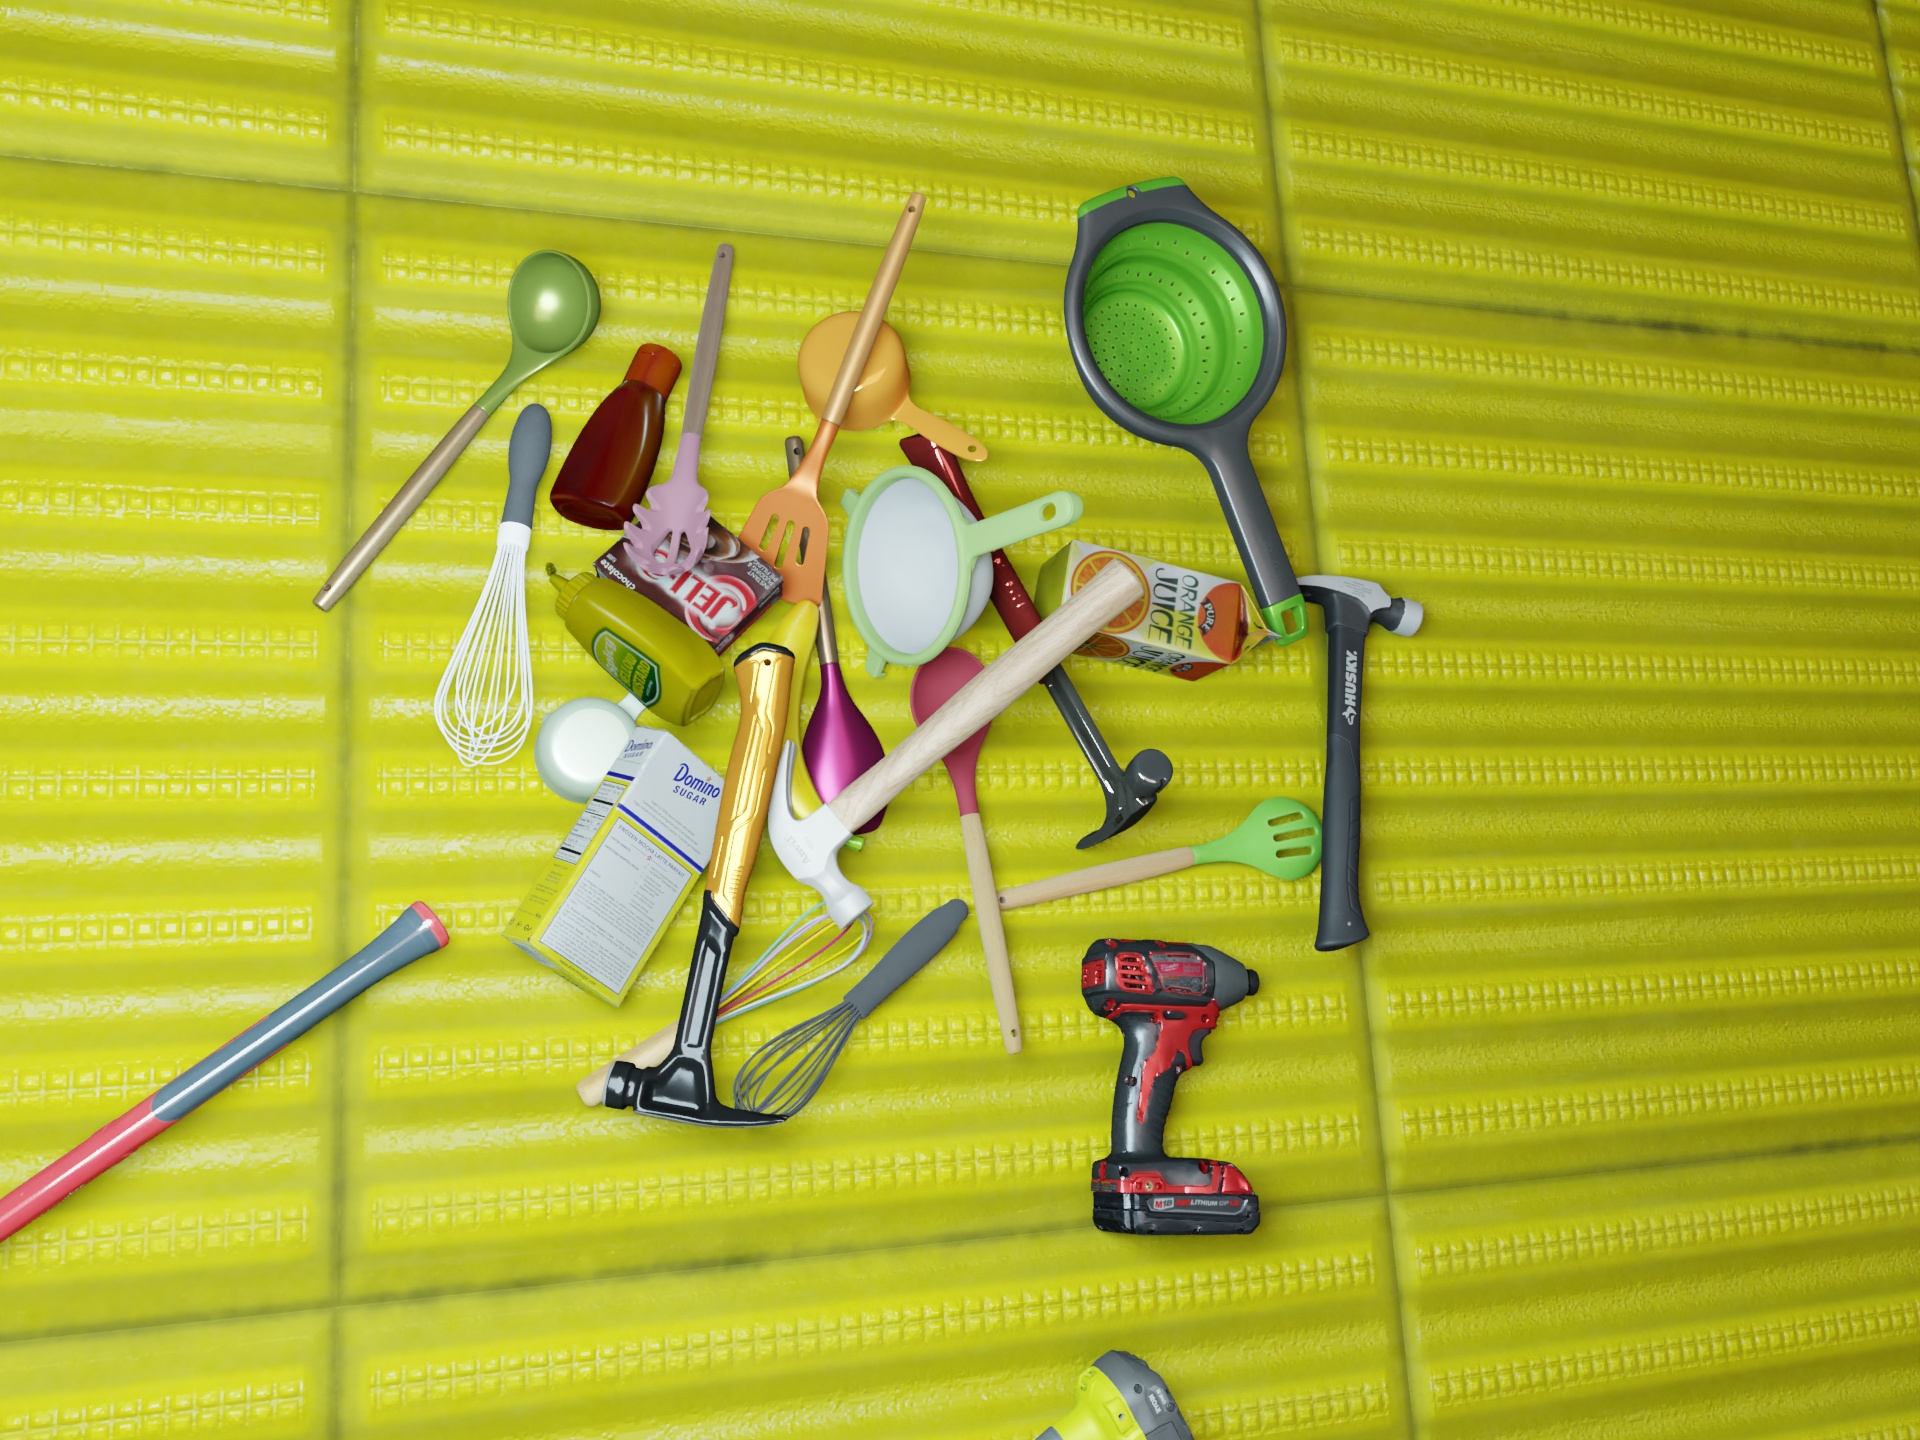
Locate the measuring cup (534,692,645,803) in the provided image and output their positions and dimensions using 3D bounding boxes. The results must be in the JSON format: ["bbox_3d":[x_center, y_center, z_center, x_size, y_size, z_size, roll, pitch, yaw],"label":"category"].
[{"bbox_3d":[-0.240,-0.012,1.166,0.083,0.038,0.167,43,70,-6],"label":"measuring cup"}]

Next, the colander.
[{"bbox_3d":[0.193,-0.247,1.340,0.204,0.094,0.397,-22,93,-21],"label":"colander"}]

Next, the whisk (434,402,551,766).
[{"bbox_3d":[-0.329,-0.103,1.151,0.070,0.070,0.285,10,70,-17],"label":"whisk"}]

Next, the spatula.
[{"bbox_3d":[-0.090,-0.247,1.210,0.081,0.041,0.322,21,90,2],"label":"spatula"}]

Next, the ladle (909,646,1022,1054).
[{"bbox_3d":[0.013,0.098,1.223,0.069,0.031,0.315,-7,77,-16],"label":"ladle"}]

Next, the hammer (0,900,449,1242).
[{"bbox_3d":[-0.489,0.237,0.984,0.386,0.143,0.038,-37,95,-26],"label":"hammer"}]

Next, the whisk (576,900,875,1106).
[{"bbox_3d":[-0.165,0.201,1.144,0.245,0.047,0.051,-30,90,-19],"label":"whisk"}]

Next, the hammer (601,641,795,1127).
[{"bbox_3d":[-0.154,0.111,1.111,0.127,0.034,0.337,10,80,1],"label":"hammer"}]

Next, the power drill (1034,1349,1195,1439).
[{"bbox_3d":[0.065,0.576,1.122,0.228,0.080,0.190,-26,87,-19],"label":"power drill"}]

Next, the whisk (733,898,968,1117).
[{"bbox_3d":[-0.077,0.212,1.172,0.239,0.055,0.055,-41,93,-26],"label":"whisk"}]

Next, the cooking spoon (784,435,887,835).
[{"bbox_3d":[-0.106,-0.068,1.235,0.068,0.017,0.319,-7,81,-19],"label":"cooking spoon"}]

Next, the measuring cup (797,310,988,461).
[{"bbox_3d":[-0.051,-0.257,1.242,0.174,0.052,0.095,33,76,17],"label":"measuring cup"}]

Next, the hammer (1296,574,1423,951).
[{"bbox_3d":[0.314,0.030,1.323,0.146,0.035,0.335,15,66,-15],"label":"hammer"}]

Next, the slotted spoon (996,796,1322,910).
[{"bbox_3d":[0.163,0.117,1.282,0.313,0.031,0.070,-10,79,-19],"label":"slotted spoon"}]

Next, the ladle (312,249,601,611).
[{"bbox_3d":[-0.371,-0.213,1.158,0.078,0.062,0.320,27,72,19],"label":"ladle"}]

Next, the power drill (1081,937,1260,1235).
[{"bbox_3d":[0.167,0.279,1.223,0.143,0.078,0.220,5,74,-18],"label":"power drill"}]

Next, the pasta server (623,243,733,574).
[{"bbox_3d":[-0.201,-0.240,1.204,0.060,0.040,0.316,4,65,1],"label":"pasta server"}]

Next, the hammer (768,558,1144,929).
[{"bbox_3d":[-0.002,-0.004,1.160,0.331,0.031,0.130,-40,81,-5],"label":"hammer"}]

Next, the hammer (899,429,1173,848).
[{"bbox_3d":[0.046,-0.075,1.254,0.036,0.149,0.359,-22,75,-24],"label":"hammer"}]

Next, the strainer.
[{"bbox_3d":[0.013,-0.127,1.178,0.069,0.256,0.151,-5,84,-42],"label":"strainer"}]
